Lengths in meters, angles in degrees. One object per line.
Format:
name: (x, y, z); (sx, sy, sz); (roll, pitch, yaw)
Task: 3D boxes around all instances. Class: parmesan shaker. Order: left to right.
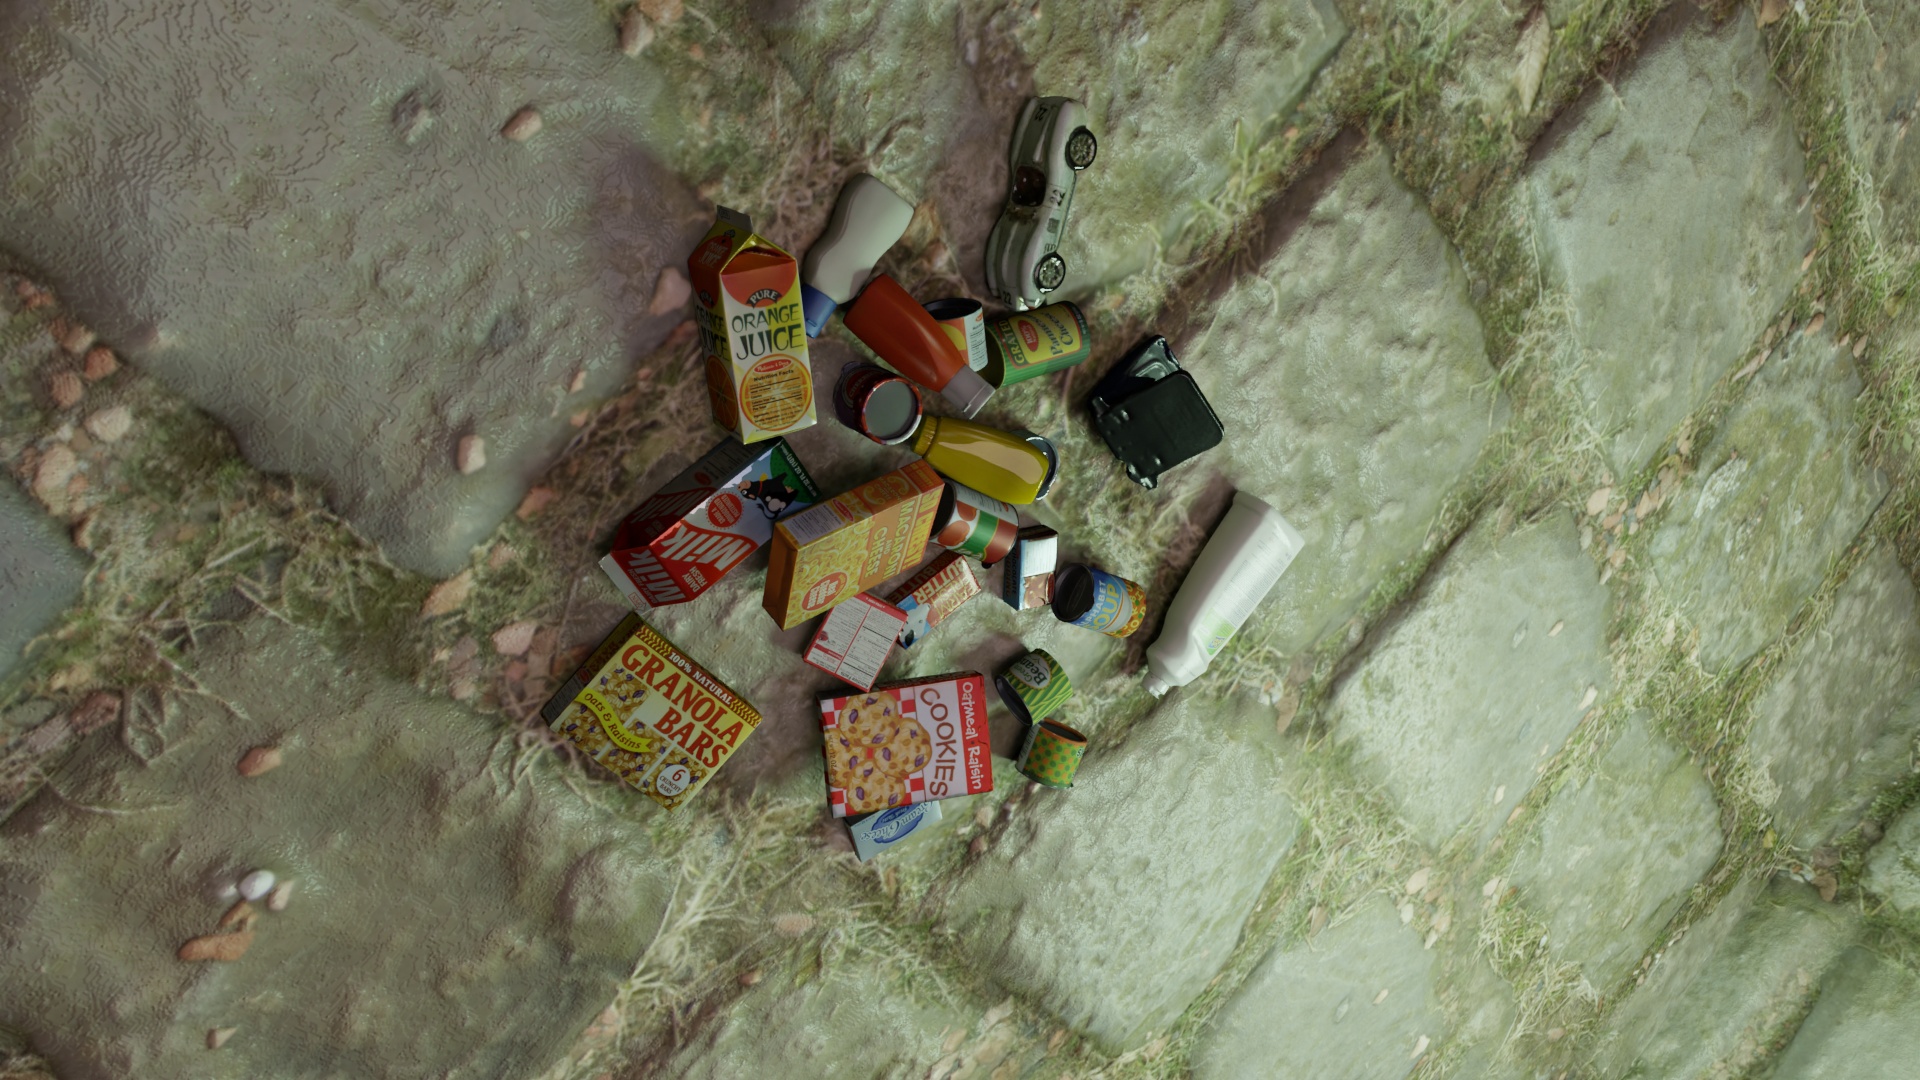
parmesan shaker: (0.066, -0.194, 1.358); (0.103, 0.071, 0.071); (-20, 118, -25)

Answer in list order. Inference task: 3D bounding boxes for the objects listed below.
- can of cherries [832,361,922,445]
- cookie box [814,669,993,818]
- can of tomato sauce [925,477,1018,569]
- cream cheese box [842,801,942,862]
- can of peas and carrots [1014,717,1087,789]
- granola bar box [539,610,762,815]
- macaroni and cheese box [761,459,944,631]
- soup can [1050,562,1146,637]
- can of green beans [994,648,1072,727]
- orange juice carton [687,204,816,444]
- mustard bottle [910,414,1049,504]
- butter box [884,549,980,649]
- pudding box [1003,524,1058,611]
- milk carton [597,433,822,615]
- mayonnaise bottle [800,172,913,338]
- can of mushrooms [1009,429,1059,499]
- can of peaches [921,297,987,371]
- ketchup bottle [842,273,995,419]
can of cherries: (-0.078, -0.129, 1.293); (0.072, 0.058, 0.071); (-13, 115, -28)
cookie box: (-0.055, 0.204, 1.402); (0.168, 0.040, 0.122); (-7, 97, -12)
can of tomato sauce: (0.005, -0.017, 1.385); (0.083, 0.071, 0.071); (21, 96, -35)
cream cheese box: (-0.072, 0.295, 1.482); (0.104, 0.024, 0.053); (-25, 121, -22)
can of peas and carrots: (0.103, 0.237, 1.543); (0.071, 0.071, 0.058); (15, 99, -36)
granola bar box: (-0.283, 0.161, 1.286); (0.124, 0.039, 0.165); (-49, 126, -7)
macaroni and cheese box: (-0.101, 0.003, 1.294); (0.167, 0.040, 0.123); (-27, 152, -32)
soup can: (0.151, 0.067, 1.507); (0.084, 0.071, 0.071); (18, 98, -36)
can of green beans: (0.079, 0.158, 1.499); (0.058, 0.071, 0.071); (-34, 123, -18)
orange juice carton: (-0.181, -0.189, 1.196); (0.073, 0.072, 0.191); (-18, 117, -26)
mustard bottle: (0.005, -0.088, 1.353); (0.160, 0.049, 0.065); (22, 104, -13)
butter box: (-0.032, 0.059, 1.416); (0.104, 0.024, 0.053); (-38, 125, -14)
pudding box: (0.074, 0.029, 1.469); (0.050, 0.030, 0.083); (-11, 114, -30)
milk carton: (-0.226, -0.016, 1.233); (0.191, 0.073, 0.072); (-40, 125, -13)
mayonnaise bottle: (-0.105, -0.252, 1.241); (0.064, 0.041, 0.148); (33, 90, -35)
can of mushrooms: (0.066, -0.077, 1.421); (0.071, 0.033, 0.070); (-12, 114, -29)
can of peaches: (-0.011, -0.191, 1.310); (0.071, 0.071, 0.057); (-21, 119, -24)
ketchup bottle: (-0.035, -0.172, 1.261); (0.149, 0.064, 0.044); (42, 45, -3)
